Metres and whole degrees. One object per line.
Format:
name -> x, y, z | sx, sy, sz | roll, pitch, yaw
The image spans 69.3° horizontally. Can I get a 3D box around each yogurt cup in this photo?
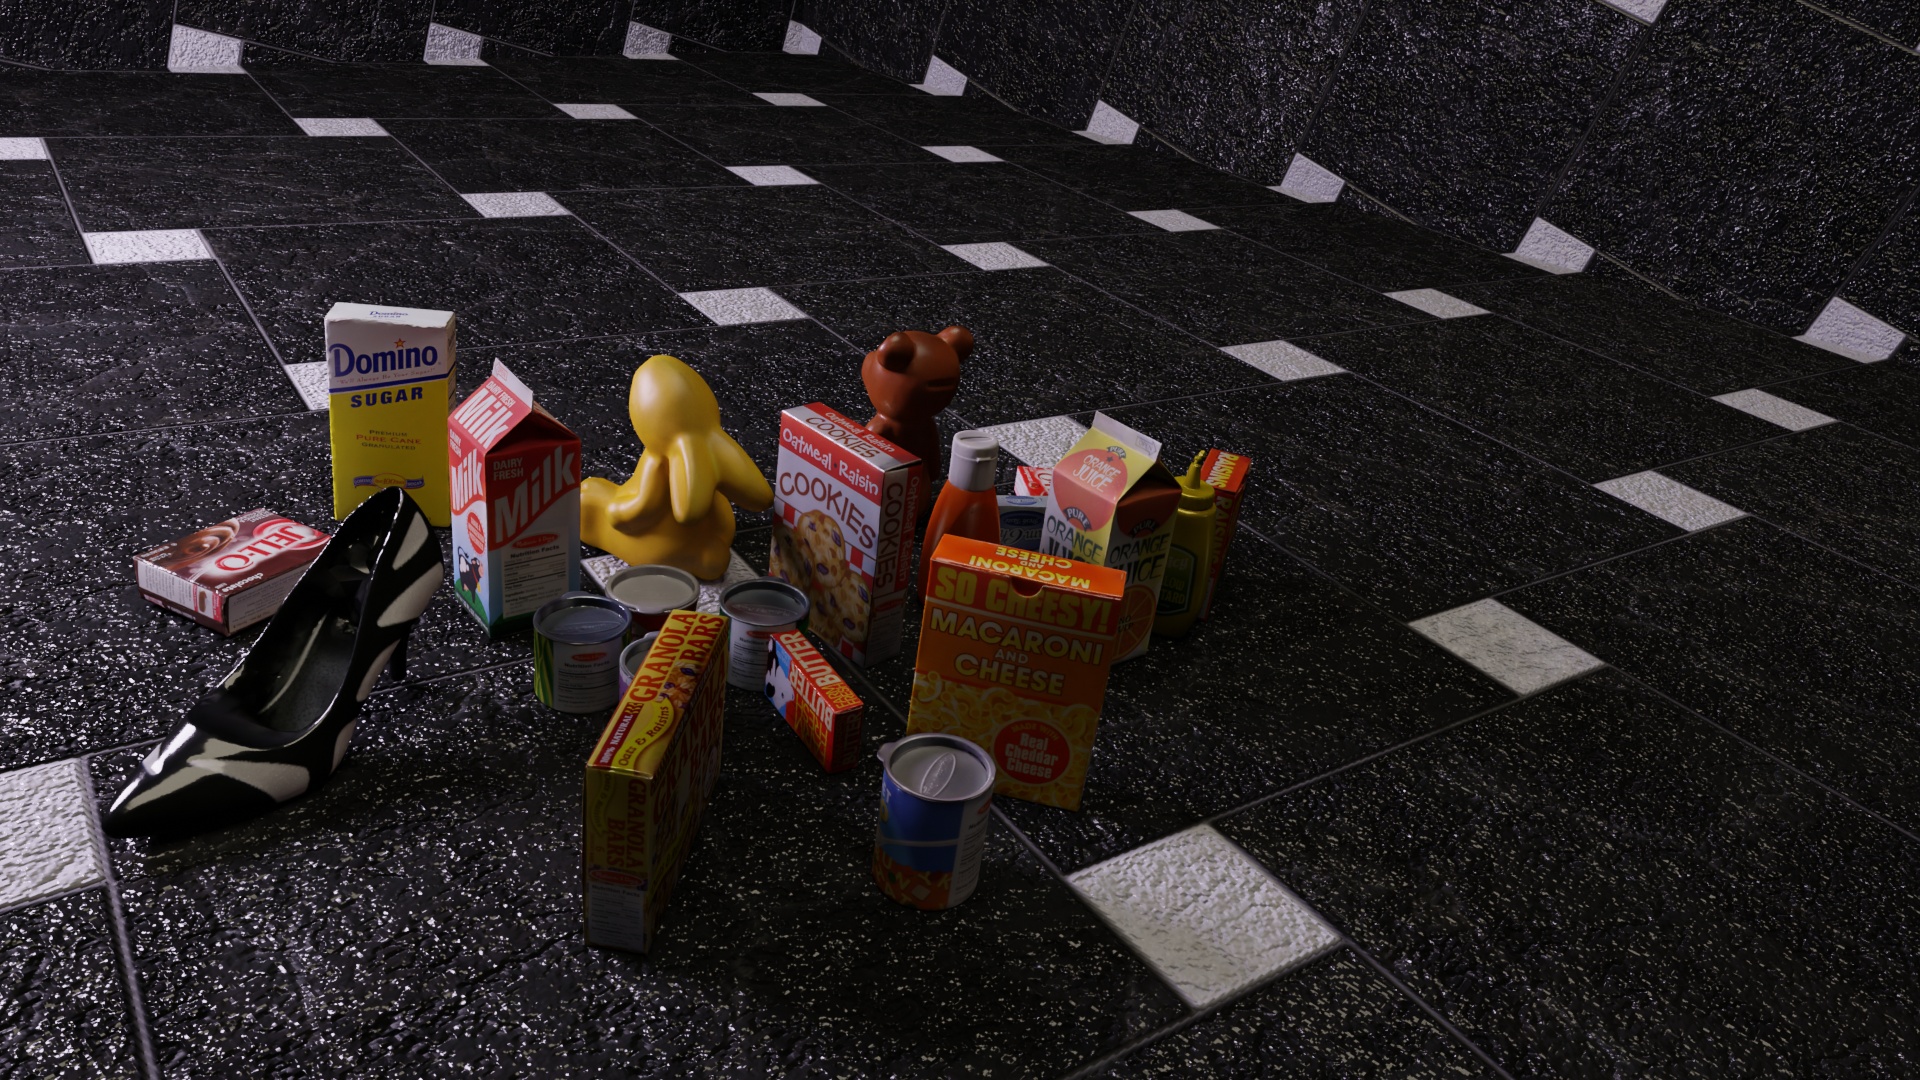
yogurt cup -> -0.227, 0.056, 1.021 | 0.072, 0.053, 0.073 | 7, 27, -3

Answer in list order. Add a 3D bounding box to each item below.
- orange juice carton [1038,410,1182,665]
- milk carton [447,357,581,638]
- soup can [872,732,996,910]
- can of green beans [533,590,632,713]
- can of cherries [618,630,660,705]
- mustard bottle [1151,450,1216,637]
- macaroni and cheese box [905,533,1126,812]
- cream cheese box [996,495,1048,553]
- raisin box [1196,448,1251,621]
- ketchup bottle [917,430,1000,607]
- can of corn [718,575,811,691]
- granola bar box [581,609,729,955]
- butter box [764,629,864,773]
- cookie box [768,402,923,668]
orange juice carton -> 0.112, 0.000, 1.074 | 0.073, 0.191, 0.072 | -13, 34, -36
milk carton -> -0.326, -0.033, 1.016 | 0.074, 0.189, 0.072 | -14, 34, -37
soup can -> -0.019, 0.167, 0.831 | 0.071, 0.083, 0.071 | 7, 27, -3
can of green beans -> -0.262, 0.078, 0.963 | 0.071, 0.057, 0.071 | 7, 27, -3
can of cherries -> -0.196, 0.103, 0.933 | 0.071, 0.058, 0.072 | 7, 27, -3
mustard bottle -> 0.176, 0.000, 1.127 | 0.065, 0.159, 0.049 | 14, 27, 12
macaroni and cheese box -> 0.033, 0.088, 0.908 | 0.124, 0.165, 0.040 | 11, 27, 6
cream cheese box -> 0.051, -0.012, 1.232 | 0.104, 0.053, 0.024 | 0, 28, -16
raisin box -> 0.213, -0.006, 1.188 | 0.040, 0.122, 0.086 | 16, 28, 14
ketchup bottle -> 0.004, -0.014, 1.118 | 0.065, 0.148, 0.044 | -4, 29, -23
can of corn -> -0.144, 0.068, 1.017 | 0.071, 0.058, 0.071 | 7, 27, -3
granola bar box -> -0.175, 0.134, 0.806 | 0.039, 0.123, 0.166 | 9, 27, 1
butter box -> -0.101, 0.109, 0.953 | 0.024, 0.053, 0.104 | -10, 32, -31
cookie box -> -0.090, -0.006, 1.055 | 0.040, 0.166, 0.123 | -18, 36, -41
